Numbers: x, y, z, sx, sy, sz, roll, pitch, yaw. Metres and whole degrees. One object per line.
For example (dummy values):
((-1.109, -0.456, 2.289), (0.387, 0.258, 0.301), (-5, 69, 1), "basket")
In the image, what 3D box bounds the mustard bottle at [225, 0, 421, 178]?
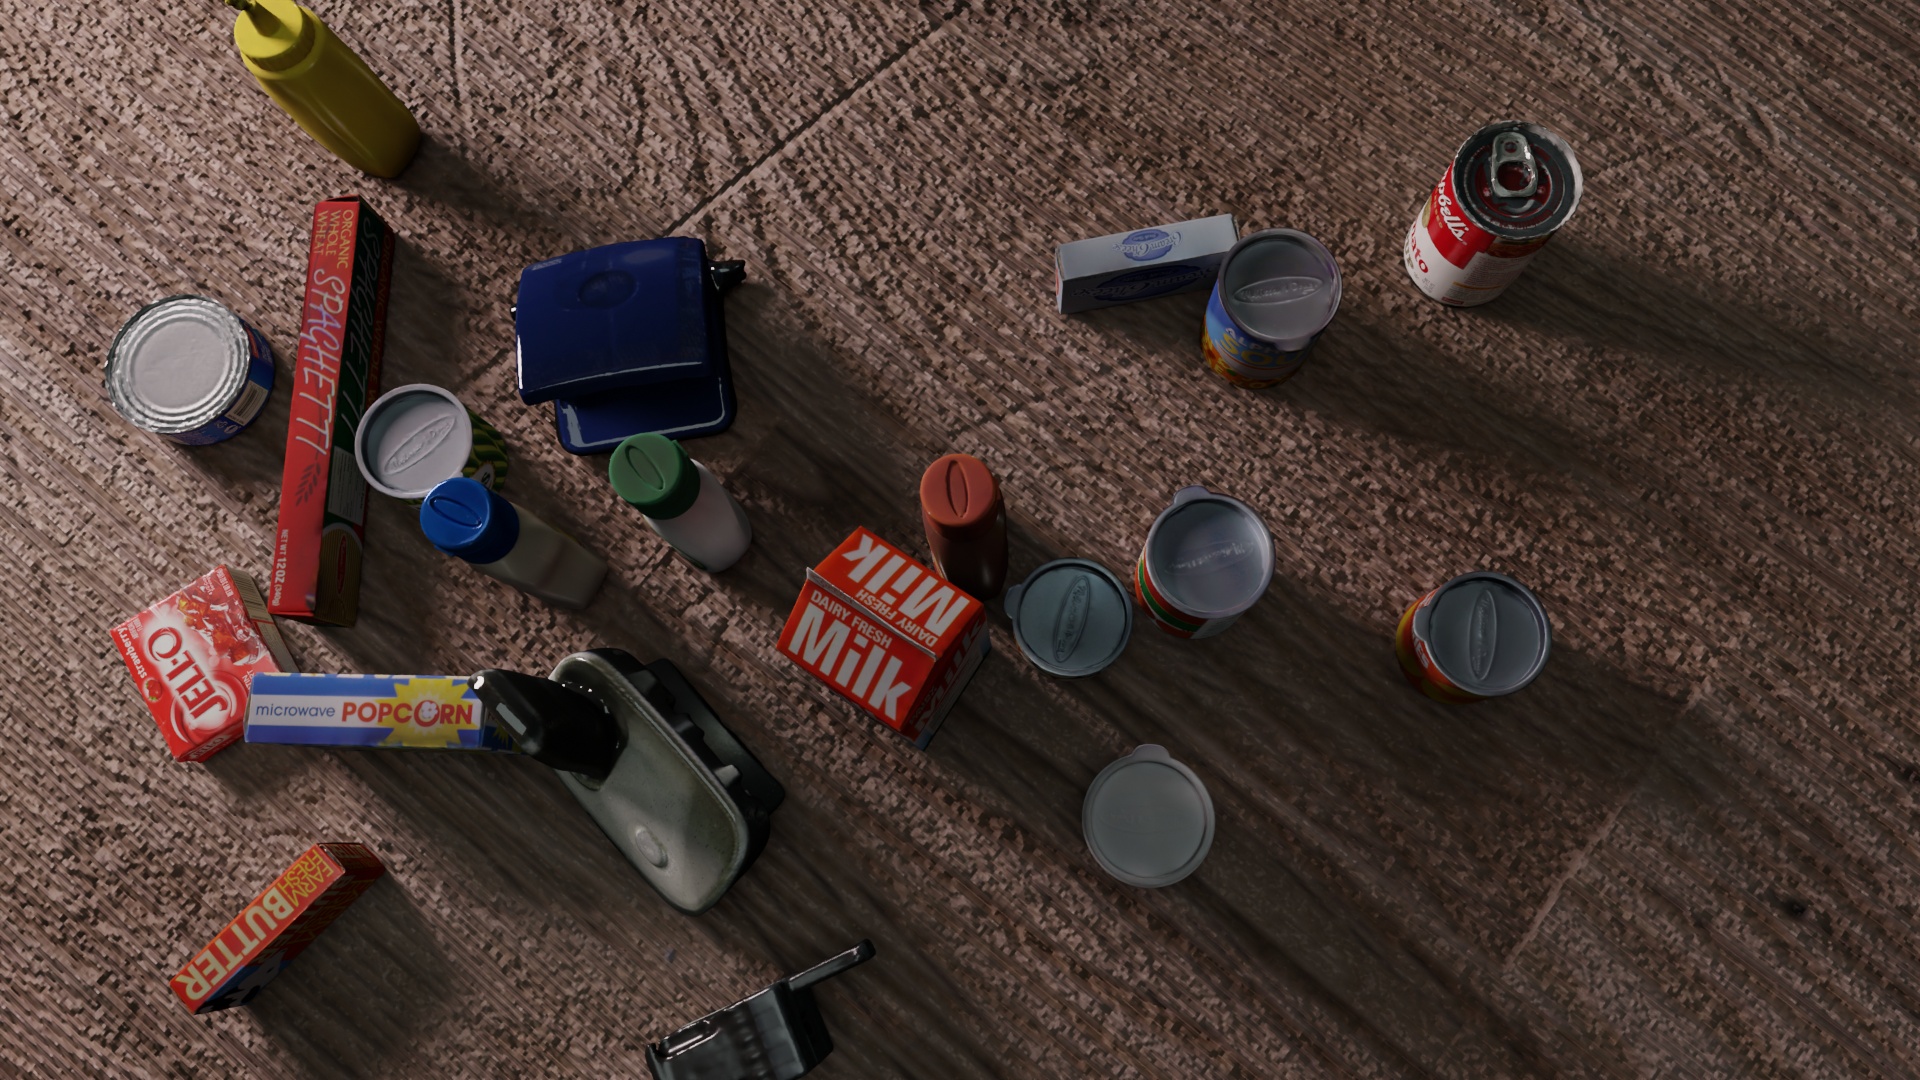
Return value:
((-0.367, -0.264, 0.791), (0.065, 0.160, 0.049), (28, 81, 8), "mustard bottle")

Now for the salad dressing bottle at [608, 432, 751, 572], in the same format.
((-0.148, -0.021, 0.734), (0.044, 0.147, 0.064), (-39, 79, -6), "salad dressing bottle")

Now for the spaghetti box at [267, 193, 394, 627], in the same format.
((-0.362, -0.076, 0.805), (0.029, 0.050, 0.250), (0, 77, 2), "spaghetti box")

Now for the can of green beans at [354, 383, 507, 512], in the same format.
((-0.300, -0.049, 0.793), (0.071, 0.057, 0.071), (0, 78, 2), "can of green beans")

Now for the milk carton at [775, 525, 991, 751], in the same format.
((-0.035, 0.051, 0.692), (0.072, 0.190, 0.073), (32, 81, 8), "milk carton")

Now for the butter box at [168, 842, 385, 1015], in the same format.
((-0.362, 0.205, 0.741), (0.024, 0.053, 0.103), (44, 83, 10), "butter box")

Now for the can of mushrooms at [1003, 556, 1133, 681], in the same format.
((0.059, 0.043, 0.770), (0.071, 0.033, 0.071), (0, 78, 2), "can of mushrooms")

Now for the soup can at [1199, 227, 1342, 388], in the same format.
((0.172, -0.125, 0.778), (0.071, 0.083, 0.071), (0, 78, 2), "soup can")

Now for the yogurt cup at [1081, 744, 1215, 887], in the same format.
((0.097, 0.148, 0.735), (0.072, 0.054, 0.072), (0, 78, 2), "yogurt cup")

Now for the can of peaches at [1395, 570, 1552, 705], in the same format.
((0.272, 0.053, 0.747), (0.071, 0.058, 0.071), (0, 78, 2), "can of peaches")

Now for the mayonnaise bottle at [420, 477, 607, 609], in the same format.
((-0.236, 0.002, 0.733), (0.065, 0.148, 0.041), (25, 80, 7), "mayonnaise bottle")

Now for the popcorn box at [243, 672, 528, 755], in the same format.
((-0.301, 0.094, 0.747), (0.127, 0.085, 0.038), (1, 78, 3), "popcorn box")

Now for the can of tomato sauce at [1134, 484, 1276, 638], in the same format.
((0.128, 0.014, 0.749), (0.071, 0.083, 0.071), (0, 78, 2), "can of tomato sauce")

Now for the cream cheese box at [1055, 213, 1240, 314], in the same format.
((0.106, -0.159, 0.803), (0.104, 0.053, 0.024), (-10, 78, 0), "cream cheese box")

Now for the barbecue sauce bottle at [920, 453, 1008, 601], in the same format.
((0.003, -0.009, 0.726), (0.044, 0.148, 0.065), (-7, 78, 1), "barbecue sauce bottle")
